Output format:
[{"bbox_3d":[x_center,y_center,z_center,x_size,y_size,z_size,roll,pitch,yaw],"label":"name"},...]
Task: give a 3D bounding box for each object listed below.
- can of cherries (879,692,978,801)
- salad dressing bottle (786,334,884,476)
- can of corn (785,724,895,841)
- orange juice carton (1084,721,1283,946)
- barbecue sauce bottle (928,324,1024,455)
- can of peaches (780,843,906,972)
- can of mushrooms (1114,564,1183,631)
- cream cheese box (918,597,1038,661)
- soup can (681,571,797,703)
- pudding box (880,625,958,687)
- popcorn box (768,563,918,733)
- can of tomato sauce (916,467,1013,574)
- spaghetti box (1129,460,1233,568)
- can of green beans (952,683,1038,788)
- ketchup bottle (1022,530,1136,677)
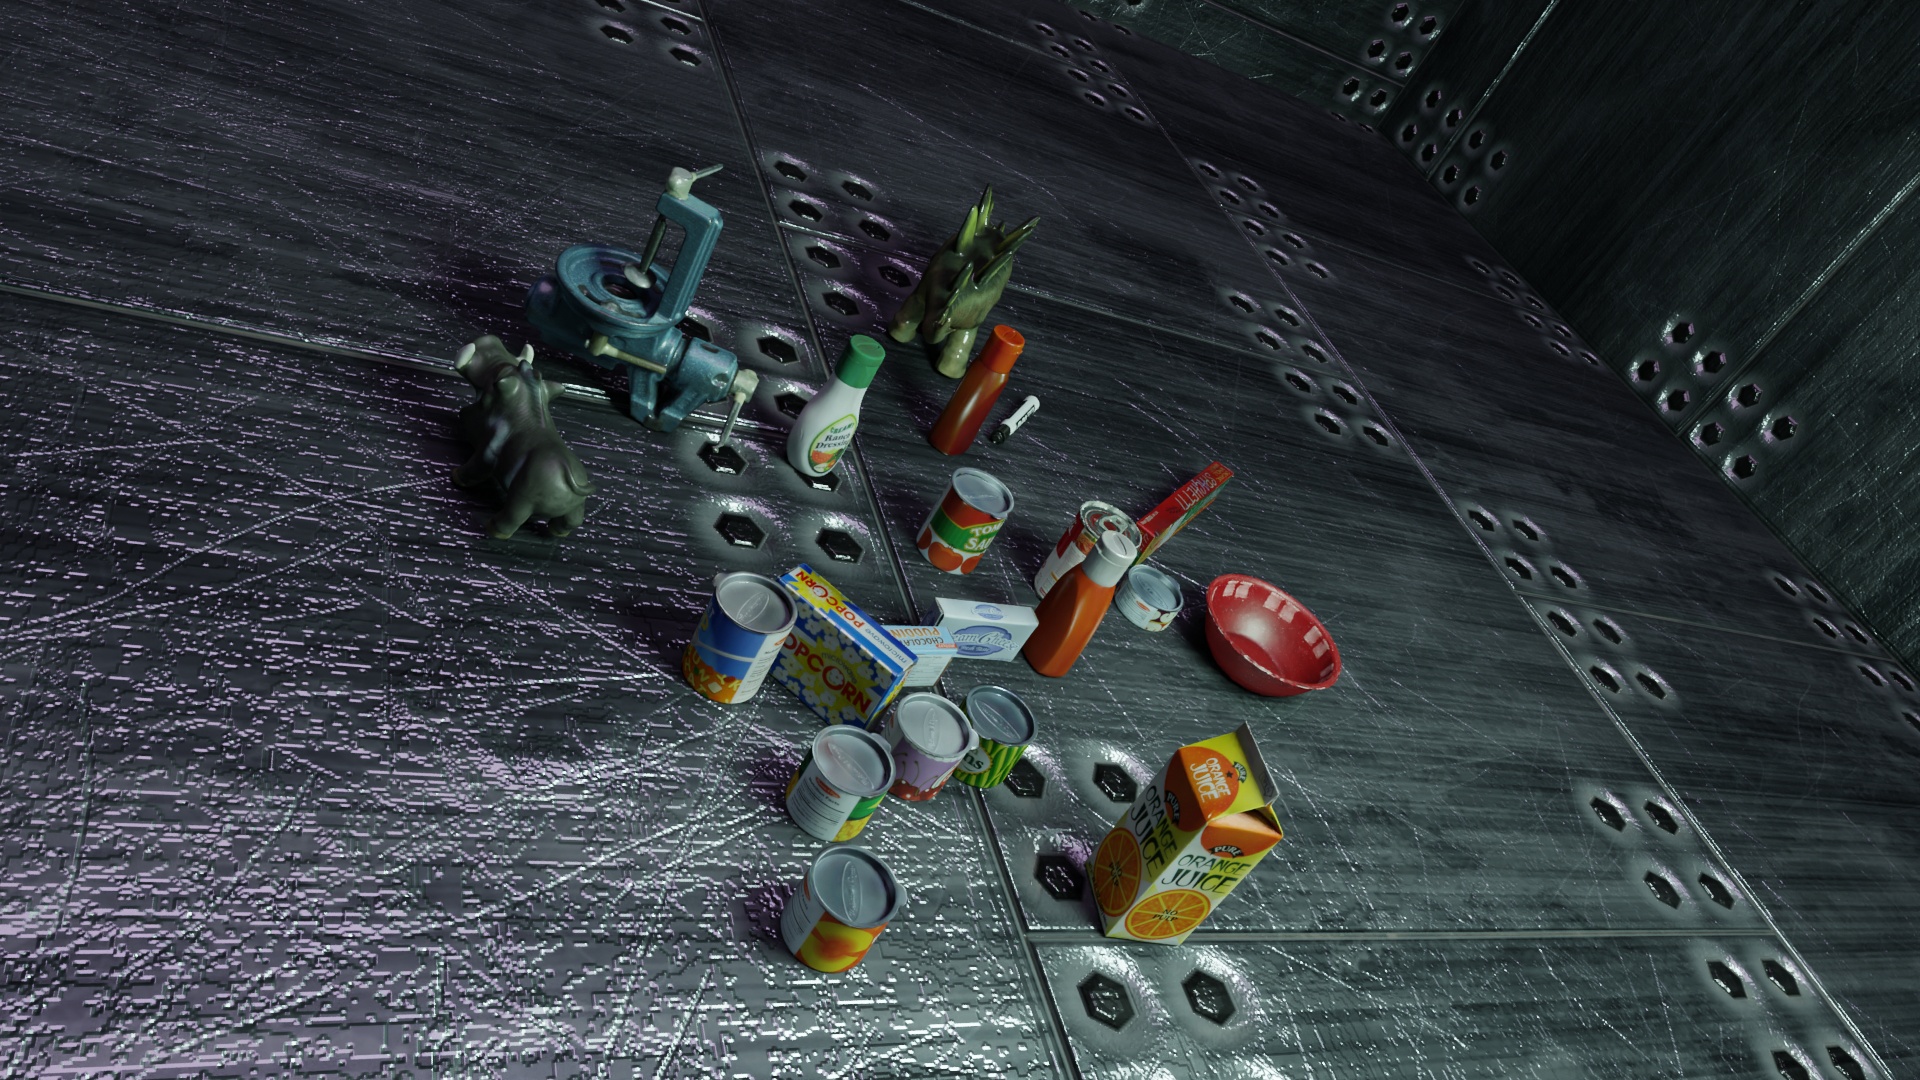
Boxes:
[{"bbox_3d":[-0.029,0.165,1.101,0.071,0.058,0.072,21,35,-15],"label":"can of cherries"},{"bbox_3d":[-0.119,-0.129,1.330,0.064,0.147,0.044,-11,52,-46],"label":"salad dressing bottle"},{"bbox_3d":[-0.088,0.180,1.035,0.071,0.058,0.071,21,35,-15],"label":"can of corn"},{"bbox_3d":[0.178,0.225,1.066,0.073,0.191,0.072,15,37,-24],"label":"orange juice carton"},{"bbox_3d":[0.019,-0.160,1.480,0.044,0.147,0.065,38,34,9],"label":"barbecue sauce bottle"},{"bbox_3d":[-0.081,0.252,0.948,0.071,0.057,0.071,21,35,-15],"label":"can of peaches"},{"bbox_3d":[0.196,0.060,1.439,0.071,0.033,0.071,21,35,-15],"label":"can of mushrooms"},{"bbox_3d":[0.013,0.081,1.248,0.104,0.053,0.024,8,40,-32],"label":"cream cheese box"},{"bbox_3d":[-0.175,0.074,1.080,0.071,0.083,0.072,21,35,-15],"label":"soup can"},{"bbox_3d":[-0.049,0.098,1.179,0.084,0.049,0.030,3,43,-36],"label":"pudding box"},{"bbox_3d":[-0.105,0.090,1.113,0.127,0.084,0.038,39,34,11],"label":"popcorn box"},{"bbox_3d":[0.005,-0.017,1.341,0.071,0.082,0.071,21,35,-15],"label":"can of tomato sauce"},{"bbox_3d":[0.248,-0.033,1.585,0.029,0.050,0.251,40,34,12],"label":"spaghetti box"},{"bbox_3d":[0.022,0.161,1.146,0.071,0.057,0.071,21,35,-15],"label":"can of green beans"},{"bbox_3d":[0.108,0.055,1.270,0.043,0.148,0.065,10,39,-29],"label":"ketchup bottle"}]
